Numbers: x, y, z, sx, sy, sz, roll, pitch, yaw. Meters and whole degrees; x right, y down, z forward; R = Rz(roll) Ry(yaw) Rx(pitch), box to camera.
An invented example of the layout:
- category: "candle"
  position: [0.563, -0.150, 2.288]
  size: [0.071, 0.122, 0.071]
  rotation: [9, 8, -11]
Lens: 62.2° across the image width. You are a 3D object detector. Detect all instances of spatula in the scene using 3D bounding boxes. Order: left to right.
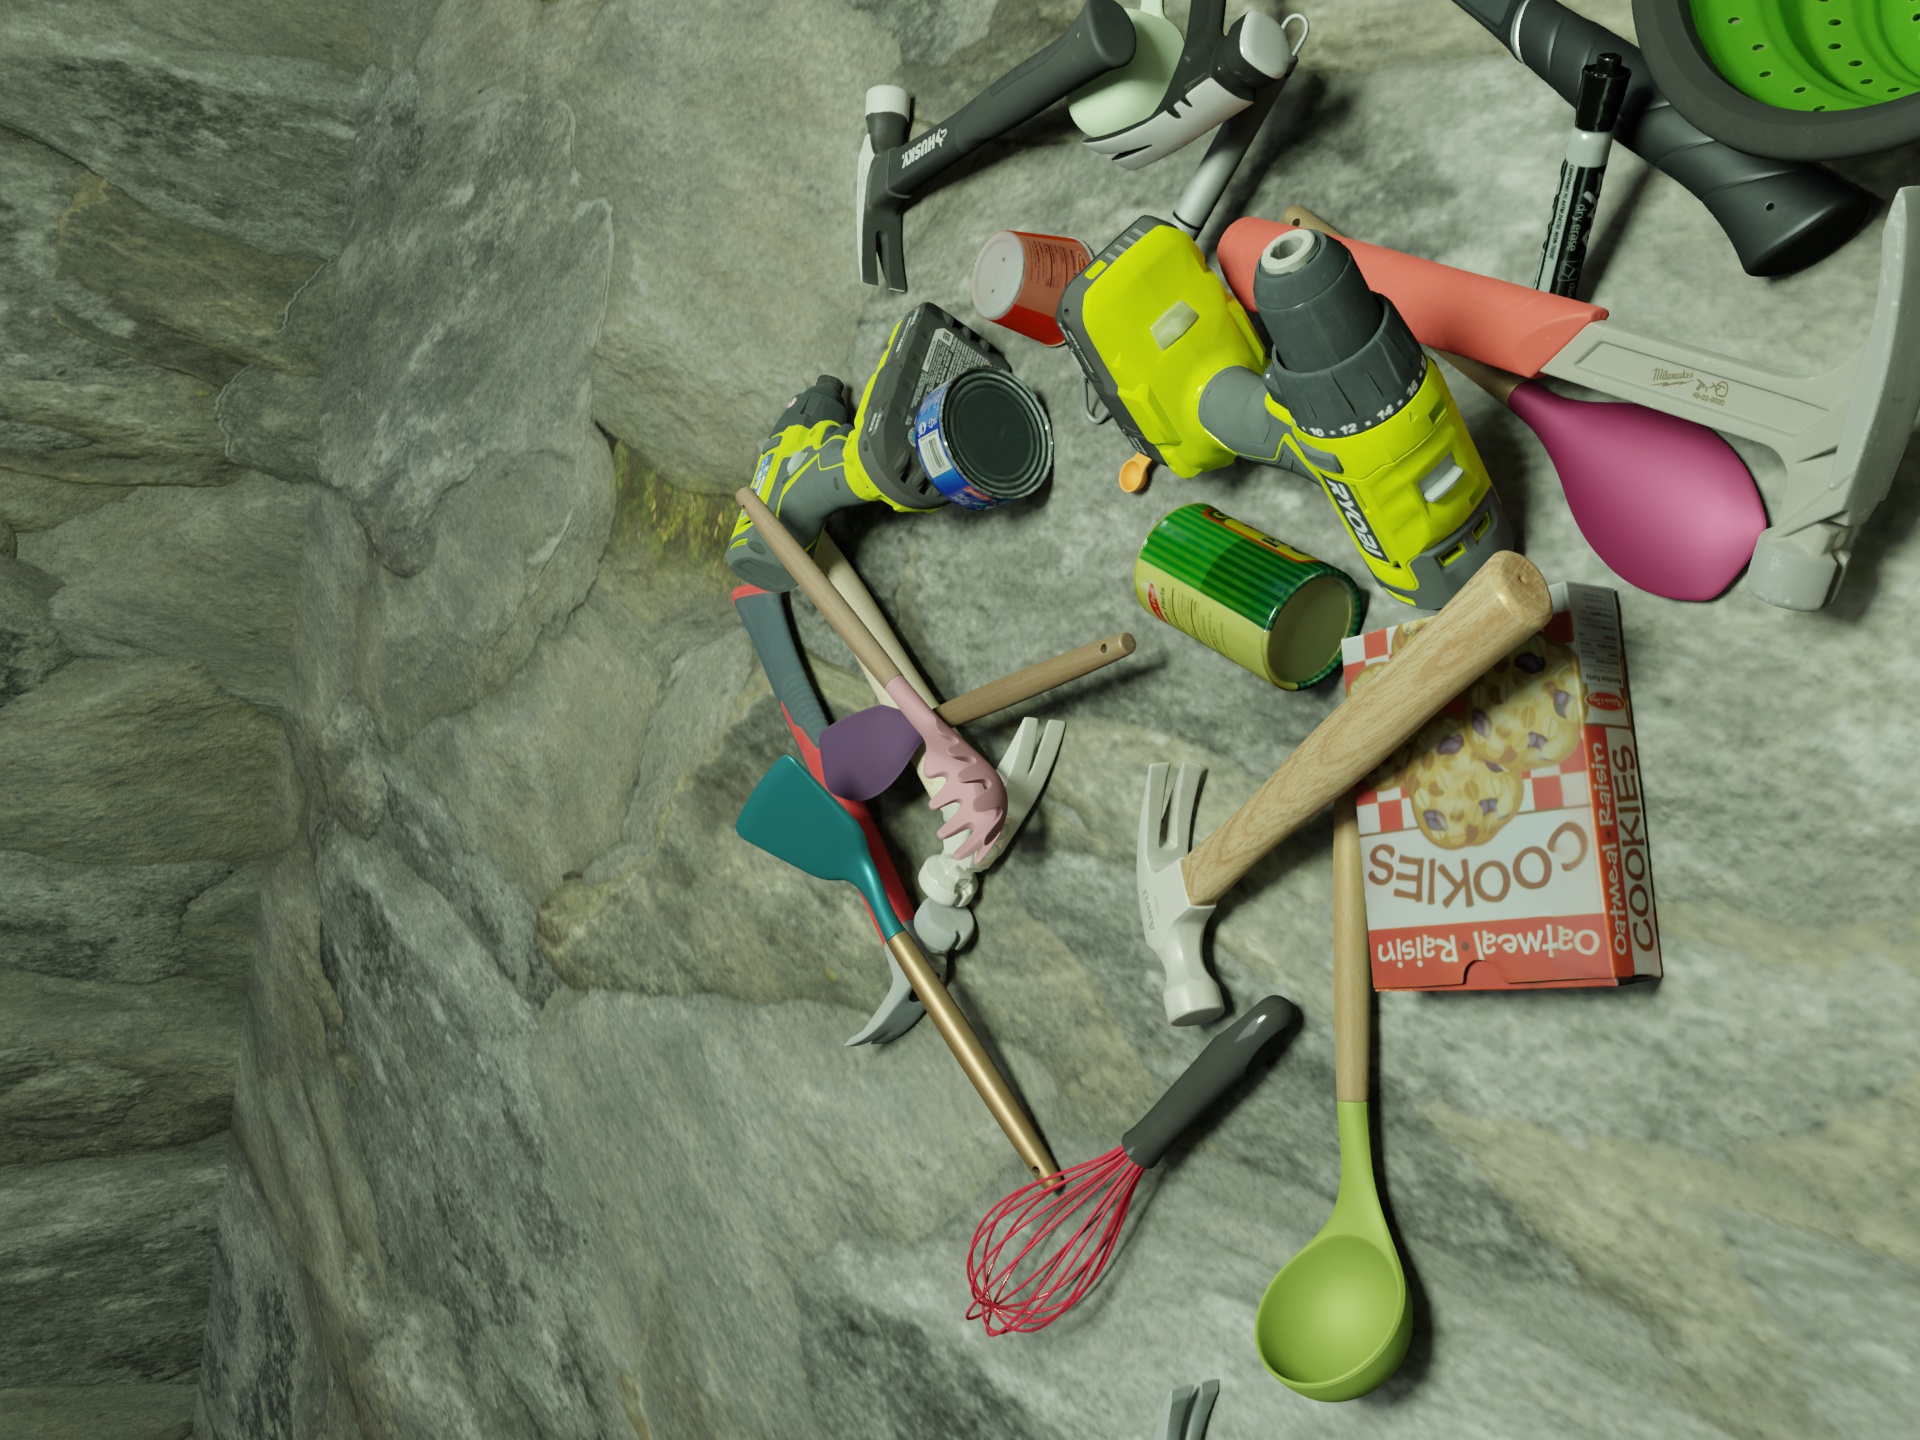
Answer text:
- category: "spatula"
  position: [-0.035, 0.161, 1.000]
  size: [0.318, 0.044, 0.082]
  rotation: [54, 128, 23]
- category: "spatula"
  position: [-0.002, -0.003, 0.991]
  size: [0.316, 0.018, 0.060]
  rotation: [-23, 74, 50]

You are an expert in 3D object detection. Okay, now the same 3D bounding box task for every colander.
- category: "colander"
  position: [0.307, -0.315, 0.600]
  size: [0.398, 0.094, 0.204]
  rotation: [44, 120, 52]

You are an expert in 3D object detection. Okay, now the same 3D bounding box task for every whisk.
- category: "whisk"
  position: [0.087, 0.246, 0.870]
  size: [0.295, 0.073, 0.073]
  rotation: [-54, 46, 29]

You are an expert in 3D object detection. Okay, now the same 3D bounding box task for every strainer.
- category: "strainer"
  position: [0.118, -0.266, 0.875]
  size: [0.087, 0.050, 0.258]
  rotation: [45, 129, 18]

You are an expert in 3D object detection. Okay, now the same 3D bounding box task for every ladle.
- category: "ladle"
  position: [0.178, 0.154, 0.756]
  size: [0.078, 0.062, 0.320]
  rotation: [-9, 76, 53]

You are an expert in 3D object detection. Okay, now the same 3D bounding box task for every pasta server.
- category: "pasta server"
  position: [-0.063, -0.040, 1.004]
  size: [0.316, 0.040, 0.060]
  rotation: [51, 147, 25]

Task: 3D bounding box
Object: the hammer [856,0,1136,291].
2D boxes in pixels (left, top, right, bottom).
- category: "hammer"
  position: [0.011, -0.378, 1.021]
  size: [0.335, 0.035, 0.146]
  rotation: [4, 90, 63]

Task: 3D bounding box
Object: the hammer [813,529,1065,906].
- category: "hammer"
  position: [-0.059, -0.063, 1.121]
  size: [0.146, 0.038, 0.411]
  rotation: [-61, 42, 28]

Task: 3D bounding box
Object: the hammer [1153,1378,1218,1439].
- category: "hammer"
  position: [0.221, 0.412, 0.685]
  size: [0.405, 0.035, 0.144]
  rotation: [-2, 85, 54]

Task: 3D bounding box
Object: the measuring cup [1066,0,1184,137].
- category: "measuring cup"
  position: [0.100, -0.426, 0.939]
  size: [0.083, 0.038, 0.167]
  rotation: [14, 100, 54]

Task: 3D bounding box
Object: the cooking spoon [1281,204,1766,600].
- category: "cooking spoon"
  position: [0.241, -0.163, 0.734]
  size: [0.319, 0.017, 0.068]
  rotation: [56, 130, 40]

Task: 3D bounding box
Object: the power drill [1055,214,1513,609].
- category: "power drill"
  position: [0.141, -0.161, 0.741]
  size: [0.080, 0.190, 0.229]
  rotation: [-43, 37, -3]

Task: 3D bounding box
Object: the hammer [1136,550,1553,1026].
- category: "hammer"
  position: [0.163, 0.026, 0.749]
  size: [0.331, 0.031, 0.130]
  rotation: [124, 141, -53]

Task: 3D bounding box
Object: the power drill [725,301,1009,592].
- category: "power drill"
  position: [-0.071, -0.193, 1.095]
  size: [0.223, 0.080, 0.171]
  rotation: [-15, 53, 53]

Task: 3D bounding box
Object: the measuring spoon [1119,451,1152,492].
- category: "measuring spoon"
  position: [0.126, -0.176, 0.903]
  size: [0.117, 0.011, 0.021]
  rotation: [-55, 45, 30]

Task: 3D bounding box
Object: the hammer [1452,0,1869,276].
- category: "hammer"
  position: [0.253, -0.328, 0.724]
  size: [0.149, 0.036, 0.409]
  rotation: [-57, 45, 32]

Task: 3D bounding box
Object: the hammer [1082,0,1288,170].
- category: "hammer"
  position: [0.136, -0.459, 0.843]
  size: [0.127, 0.034, 0.337]
  rotation: [-13, 64, 56]

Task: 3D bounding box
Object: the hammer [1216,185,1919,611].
- category: "hammer"
  position: [0.233, -0.179, 0.680]
  size: [0.359, 0.036, 0.149]
  rotation: [41, 137, 50]

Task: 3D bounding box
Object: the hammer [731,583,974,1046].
- category: "hammer"
  position: [-0.102, 0.048, 1.167]
  size: [0.143, 0.038, 0.387]
  rotation: [-58, 44, 35]
